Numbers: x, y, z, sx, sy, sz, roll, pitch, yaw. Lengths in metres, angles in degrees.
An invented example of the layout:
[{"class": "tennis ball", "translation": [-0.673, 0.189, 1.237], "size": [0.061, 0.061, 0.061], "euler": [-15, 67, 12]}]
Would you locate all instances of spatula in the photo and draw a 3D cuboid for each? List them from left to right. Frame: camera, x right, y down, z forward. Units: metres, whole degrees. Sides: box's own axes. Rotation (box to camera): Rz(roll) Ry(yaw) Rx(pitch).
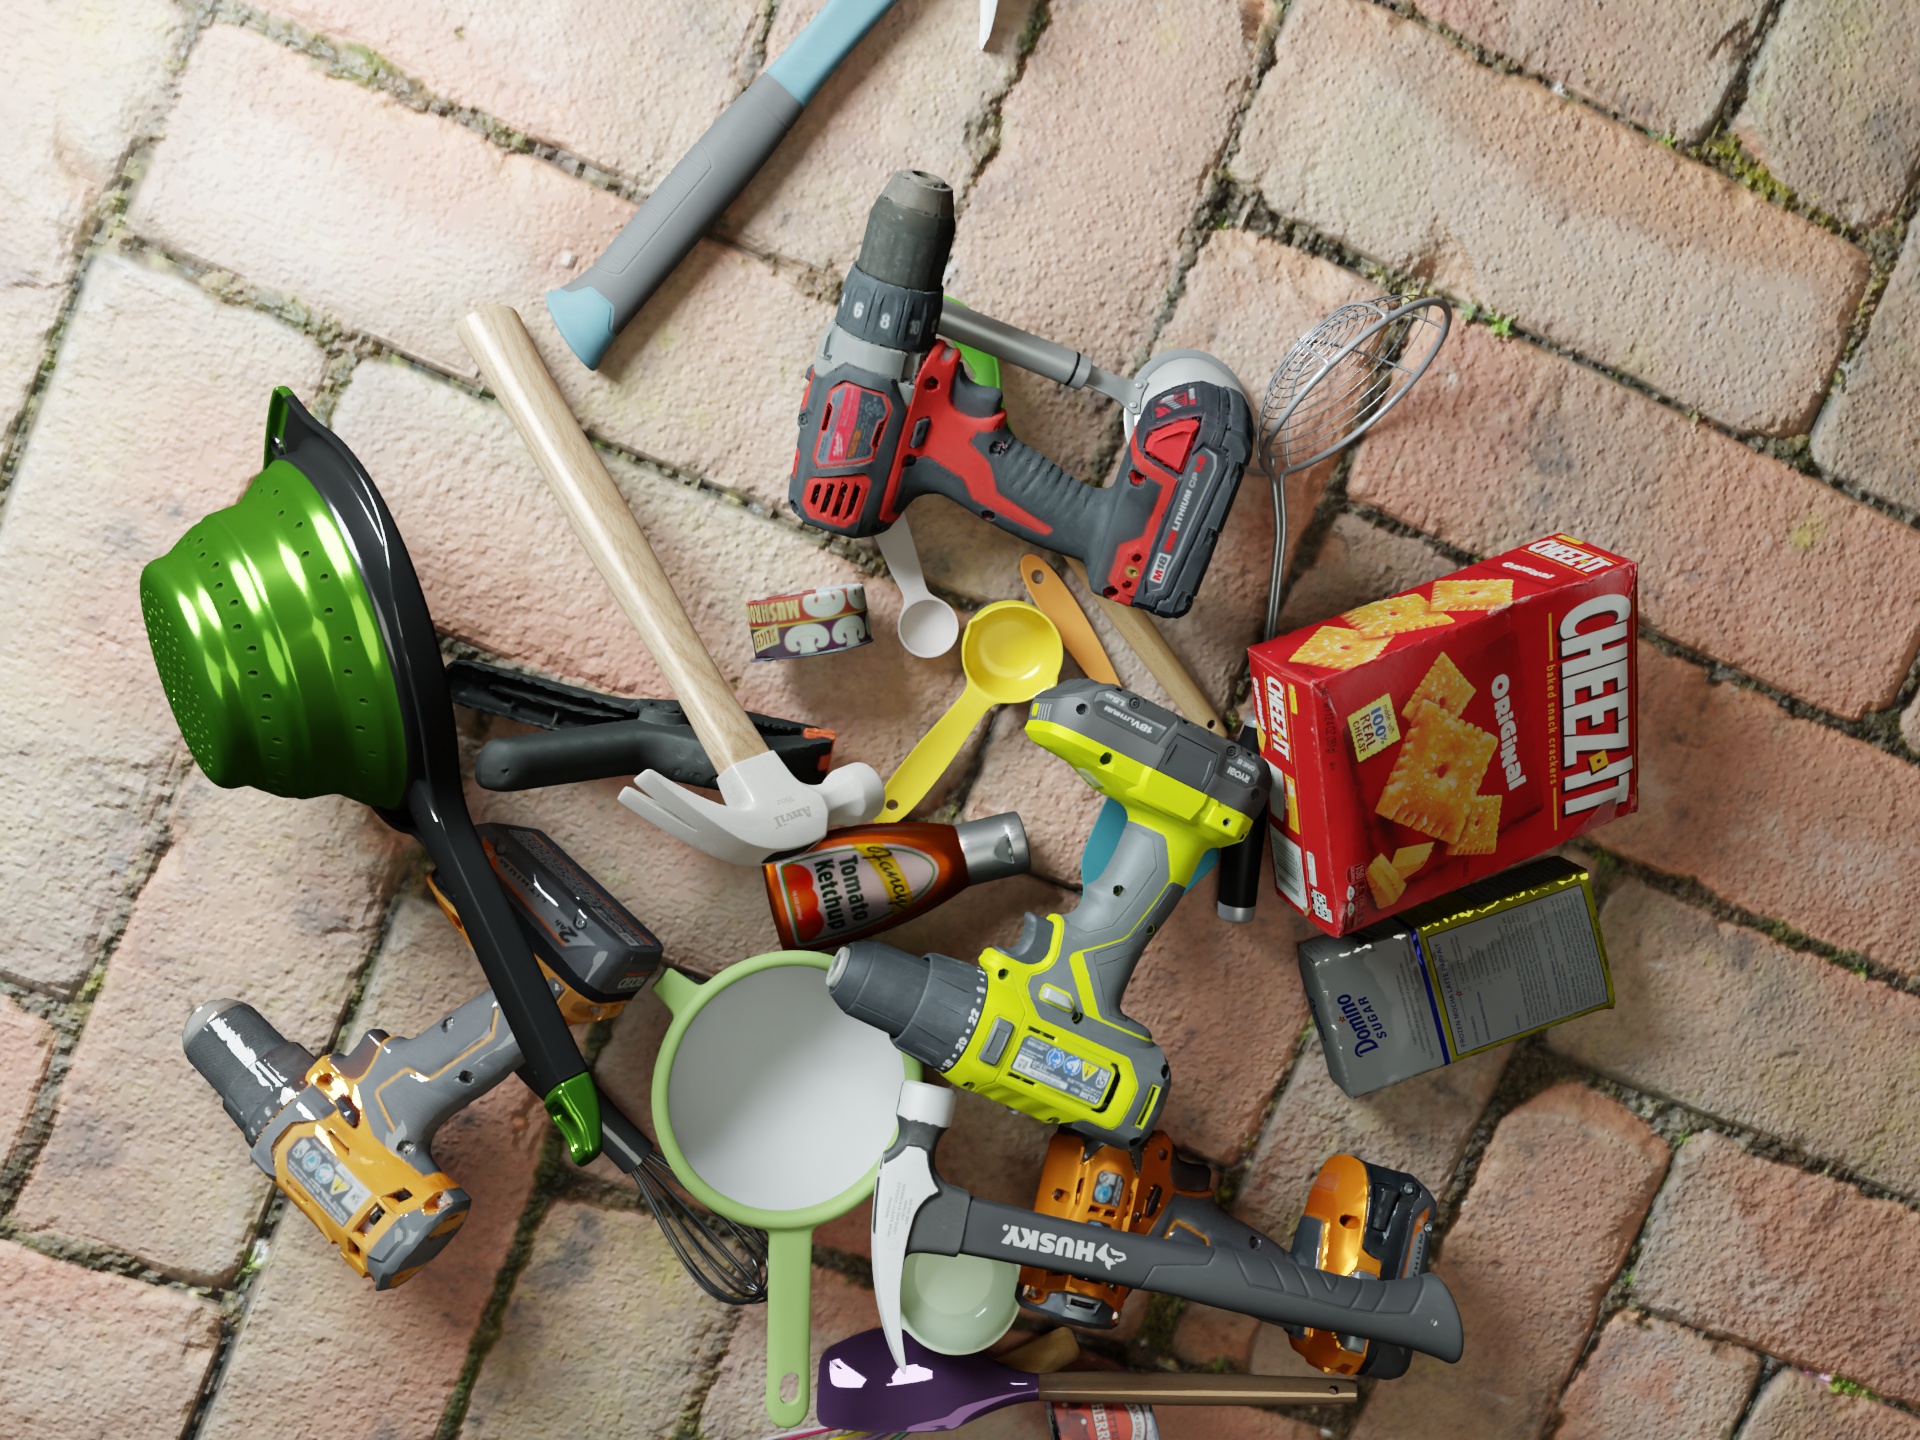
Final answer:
[{"class": "spatula", "translation": [0.022, 0.167, 0.926], "size": [0.082, 0.044, 0.317], "euler": [44, 91, -11]}, {"class": "spatula", "translation": [0.072, 0.389, 0.934], "size": [0.316, 0.018, 0.060], "euler": [-1, 59, 6]}]

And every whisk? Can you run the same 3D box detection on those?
[{"class": "whisk", "translation": [-0.184, 0.250, 0.905], "size": [0.055, 0.055, 0.239], "euler": [-43, 98, -1]}, {"class": "whisk", "translation": [-0.042, 0.423, 0.951], "size": [0.245, 0.051, 0.047], "euler": [-23, 95, -8]}]

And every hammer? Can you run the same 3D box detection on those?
[{"class": "hammer", "translation": [-0.168, -0.073, 0.807], "size": [0.031, 0.130, 0.331], "euler": [-41, 77, 40]}, {"class": "hammer", "translation": [-0.104, -0.324, 0.844], "size": [0.128, 0.033, 0.331], "euler": [41, 91, -10]}, {"class": "hammer", "translation": [0.113, 0.304, 0.866], "size": [0.334, 0.035, 0.146], "euler": [14, 76, -5]}]

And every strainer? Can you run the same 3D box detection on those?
[{"class": "strainer", "translation": [-0.101, 0.255, 0.892], "size": [0.151, 0.069, 0.256], "euler": [1, 87, -19]}, {"class": "strainer", "translation": [0.071, -0.187, 0.867], "size": [0.258, 0.050, 0.087], "euler": [18, 81, -16]}]

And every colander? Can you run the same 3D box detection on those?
[{"class": "colander", "translation": [-0.285, 0.038, 0.738], "size": [0.094, 0.204, 0.397], "euler": [-21, 76, -33]}]

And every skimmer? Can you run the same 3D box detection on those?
[{"class": "skimmer", "translation": [0.202, -0.054, 0.895], "size": [0.090, 0.127, 0.363], "euler": [13, 104, 34]}]

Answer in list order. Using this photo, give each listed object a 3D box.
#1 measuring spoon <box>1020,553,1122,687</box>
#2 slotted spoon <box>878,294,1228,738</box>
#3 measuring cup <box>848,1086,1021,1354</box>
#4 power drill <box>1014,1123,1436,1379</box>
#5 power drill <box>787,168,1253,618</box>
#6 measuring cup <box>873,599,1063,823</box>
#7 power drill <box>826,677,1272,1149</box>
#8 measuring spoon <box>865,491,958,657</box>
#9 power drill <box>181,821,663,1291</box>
[{"class": "measuring spoon", "translation": [0.068, -0.046, 0.920], "size": [0.021, 0.011, 0.117], "euler": [-35, 98, -13]}, {"class": "slotted spoon", "translation": [0.057, -0.106, 0.900], "size": [0.070, 0.031, 0.313], "euler": [-40, 103, -4]}, {"class": "measuring cup", "translation": [-0.024, 0.291, 0.944], "size": [0.083, 0.038, 0.167], "euler": [-28, 84, -7]}, {"class": "power drill", "translation": [0.156, 0.285, 0.933], "size": [0.226, 0.084, 0.164], "euler": [16, 77, -9]}, {"class": "power drill", "translation": [0.034, -0.162, 0.818], "size": [0.226, 0.080, 0.187], "euler": [17, 118, -2]}, {"class": "measuring cup", "translation": [-0.001, -0.003, 0.912], "size": [0.062, 0.029, 0.156], "euler": [36, 103, -12]}, {"class": "power drill", "translation": [0.052, 0.096, 0.859], "size": [0.190, 0.080, 0.228], "euler": [26, 86, -11]}, {"class": "measuring spoon", "translation": [-0.034, -0.095, 0.897], "size": [0.034, 0.018, 0.124], "euler": [-21, 93, -2]}, {"class": "power drill", "translation": [-0.294, 0.158, 0.849], "size": [0.185, 0.084, 0.226], "euler": [40, 90, 12]}]
